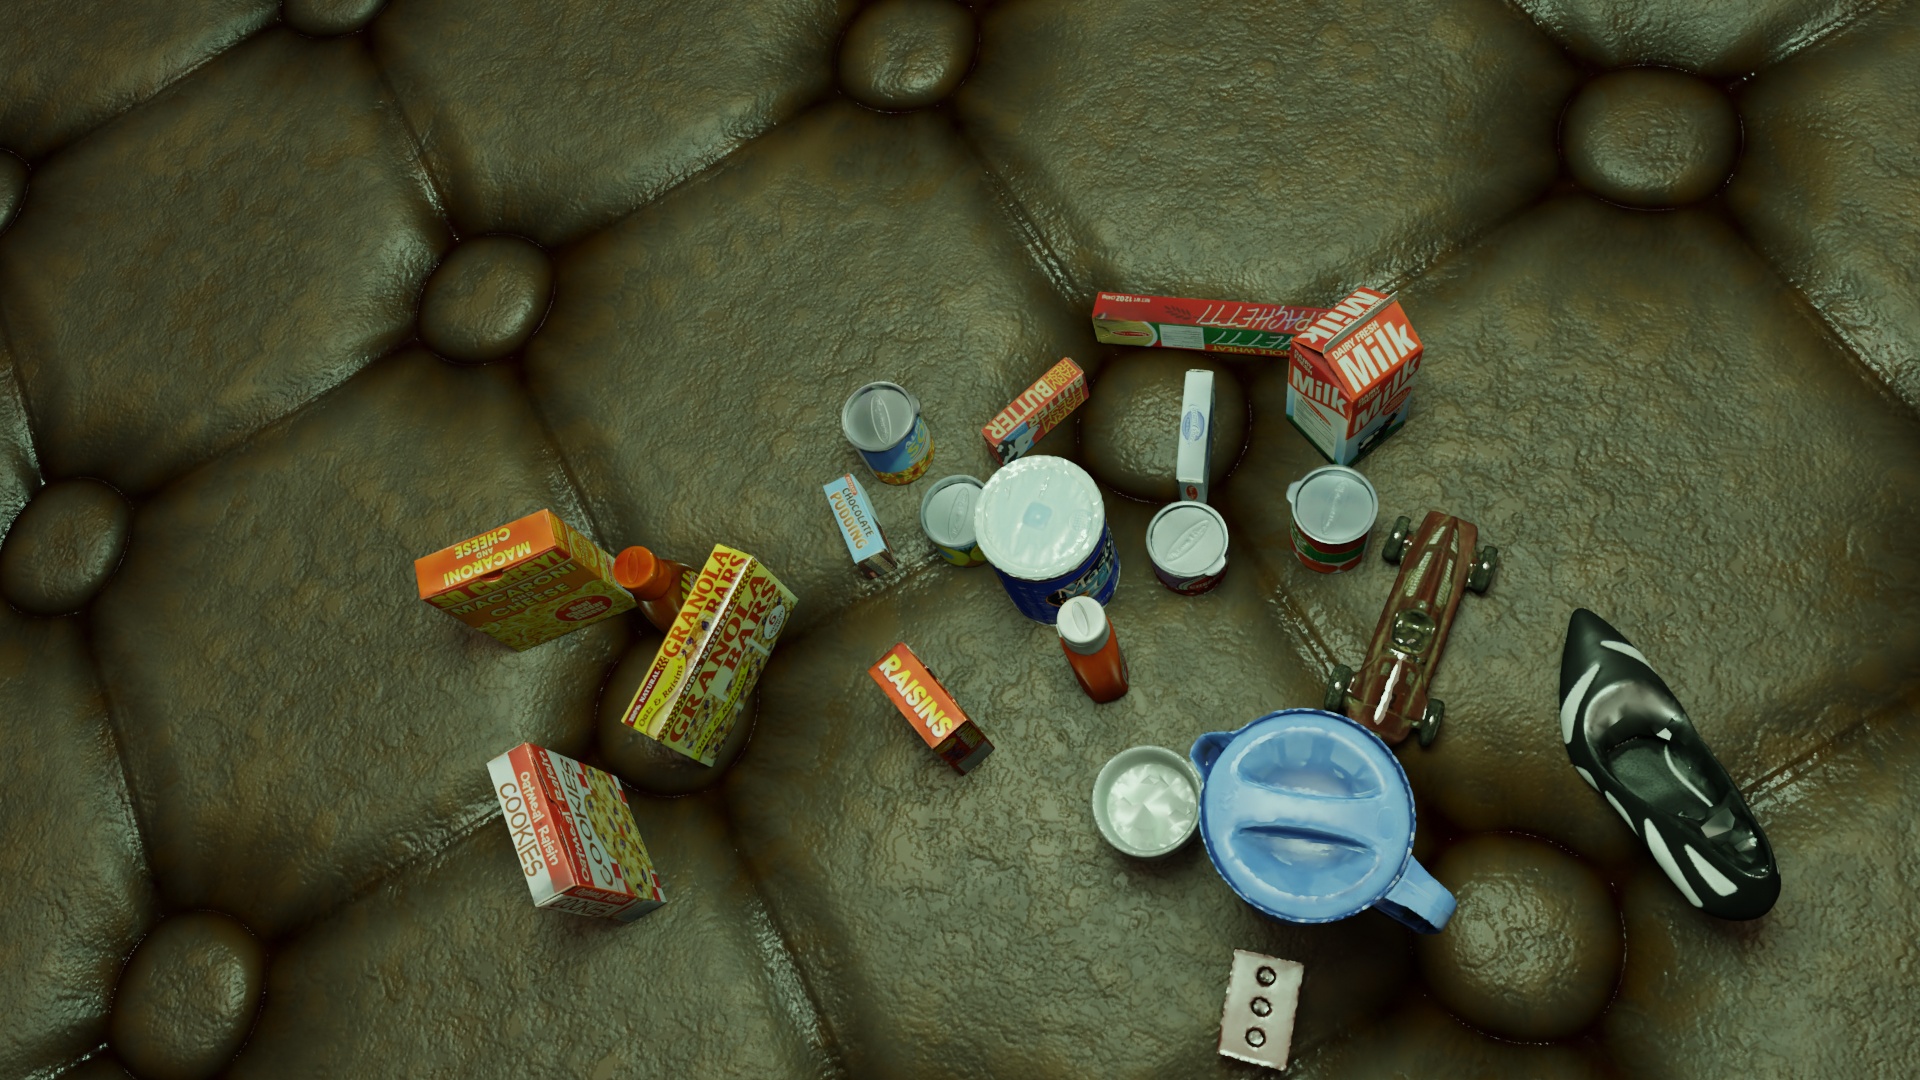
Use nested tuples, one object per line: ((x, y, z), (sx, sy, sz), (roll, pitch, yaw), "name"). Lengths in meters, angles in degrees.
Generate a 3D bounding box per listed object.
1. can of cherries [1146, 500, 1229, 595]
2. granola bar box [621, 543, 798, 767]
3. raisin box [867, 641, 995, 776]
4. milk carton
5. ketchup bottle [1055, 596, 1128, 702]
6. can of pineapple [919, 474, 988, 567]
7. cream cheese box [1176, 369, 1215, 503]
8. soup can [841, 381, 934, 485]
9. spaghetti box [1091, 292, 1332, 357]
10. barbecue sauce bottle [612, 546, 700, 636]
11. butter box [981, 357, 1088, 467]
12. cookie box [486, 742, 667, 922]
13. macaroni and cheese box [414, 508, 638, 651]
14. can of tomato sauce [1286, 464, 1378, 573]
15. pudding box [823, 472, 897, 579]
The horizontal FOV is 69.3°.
((0.191, 0.009, 1.154), (0.071, 0.058, 0.071), (-4, 70, 11), "can of cherries")
((-0.208, 0.098, 1.170), (0.039, 0.124, 0.166), (22, 76, 18), "granola bar box")
((-0.021, 0.137, 1.117), (0.040, 0.123, 0.086), (-40, 68, -4), "raisin box")
((0.313, -0.133, 1.109), (0.072, 0.190, 0.073), (-38, 68, -3), "milk carton")
((0.103, 0.083, 1.097), (0.043, 0.148, 0.065), (-21, 68, 4), "ketchup bottle")
((0.004, -0.015, 1.203), (0.071, 0.057, 0.071), (-4, 70, 11), "can of pineapple")
((0.202, -0.088, 1.190), (0.024, 0.053, 0.104), (4, 71, 13), "cream cheese box")
((-0.060, -0.094, 1.231), (0.071, 0.083, 0.071), (-4, 70, 11), "soup can")
((0.243, -0.186, 1.219), (0.250, 0.050, 0.029), (7, 72, 14), "spaghetti box")
((-0.249, 0.045, 1.185), (0.043, 0.148, 0.065), (-7, 70, 10), "barbecue sauce bottle")
((0.067, -0.113, 1.227), (0.103, 0.053, 0.024), (-41, 68, -4), "butter box")
((-0.305, 0.237, 1.117), (0.040, 0.167, 0.123), (-29, 67, 1), "cookie box")
((-0.370, 0.039, 1.203), (0.124, 0.166, 0.040), (-21, 68, 4), "macaroni and cheese box")
((0.299, -0.016, 1.127), (0.071, 0.083, 0.071), (-4, 70, 11), "can of tomato sauce")
((-0.088, -0.013, 1.225), (0.030, 0.049, 0.084), (-26, 67, 2), "pudding box")
